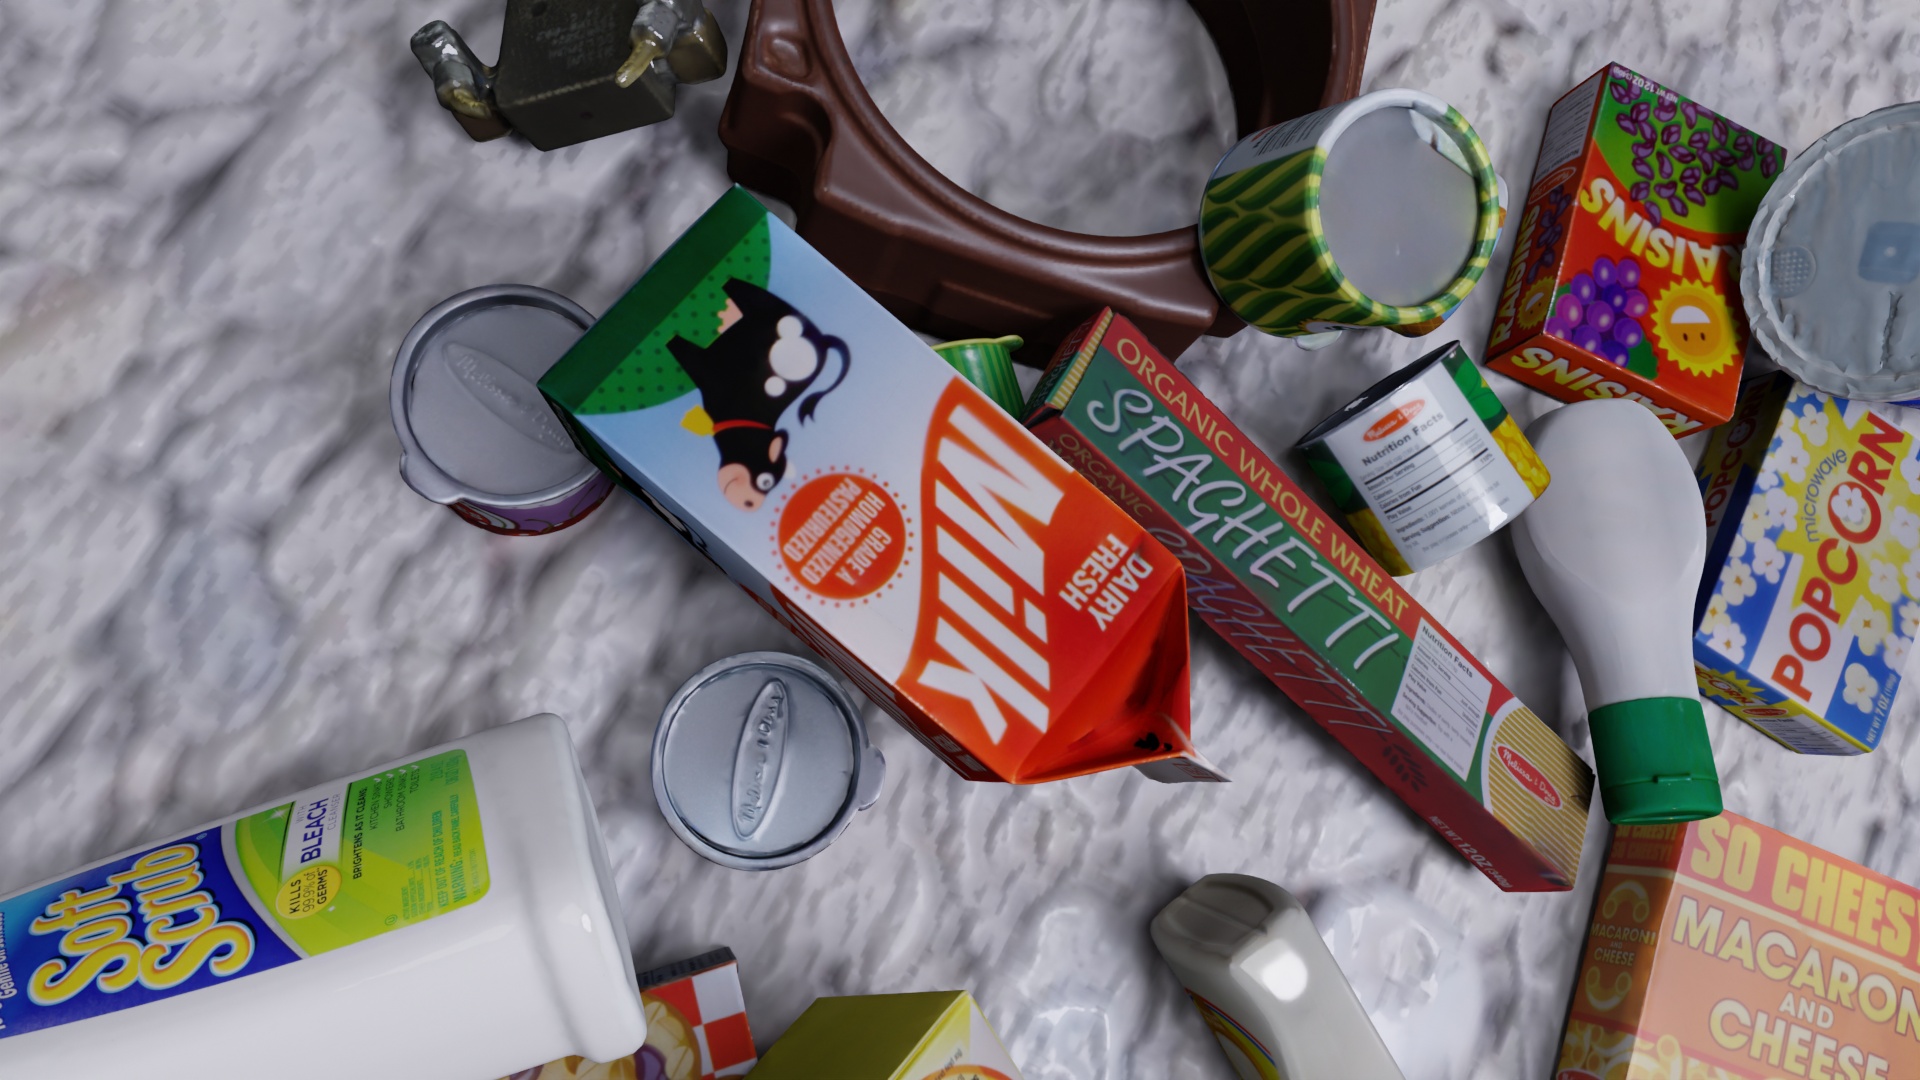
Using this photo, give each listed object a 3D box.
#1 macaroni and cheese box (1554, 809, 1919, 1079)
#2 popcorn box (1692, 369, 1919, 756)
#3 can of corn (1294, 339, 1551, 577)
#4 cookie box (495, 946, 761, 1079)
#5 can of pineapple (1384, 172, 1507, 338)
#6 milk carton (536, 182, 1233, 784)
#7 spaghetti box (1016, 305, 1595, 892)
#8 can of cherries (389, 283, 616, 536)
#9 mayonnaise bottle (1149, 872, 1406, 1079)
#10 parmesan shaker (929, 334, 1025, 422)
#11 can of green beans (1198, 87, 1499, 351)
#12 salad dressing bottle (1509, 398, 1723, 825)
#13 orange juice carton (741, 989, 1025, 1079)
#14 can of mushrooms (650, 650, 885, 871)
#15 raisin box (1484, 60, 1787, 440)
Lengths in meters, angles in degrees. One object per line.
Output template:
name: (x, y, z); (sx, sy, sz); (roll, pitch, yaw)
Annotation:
macaroni and cheese box: (0.275, 0.189, 0.487); (0.124, 0.040, 0.167); (23, 76, -8)
popcorn box: (0.322, 0.007, 0.533); (0.085, 0.038, 0.127); (31, 74, -5)
can of corn: (0.163, -0.029, 0.490); (0.071, 0.071, 0.058); (-34, 90, -17)
cookie box: (-0.131, 0.201, 0.389); (0.168, 0.040, 0.123); (-13, 83, -15)
can of pineapple: (0.153, -0.112, 0.503); (0.058, 0.071, 0.071); (23, 75, -8)
milk carton: (-0.012, 0.003, 0.370); (0.190, 0.072, 0.073); (41, 78, -1)
spaghetti box: (0.118, 0.025, 0.454); (0.250, 0.028, 0.050); (41, 55, -16)
can of cherries: (-0.137, -0.036, 0.424); (0.071, 0.058, 0.071); (2, 80, -14)
mayonnaise bottle: (0.118, 0.177, 0.441); (0.041, 0.064, 0.148); (-33, 98, -17)
parmesan shaker: (0.002, -0.006, 0.444); (0.071, 0.071, 0.103); (-16, 83, -15)
can of green beans: (0.114, -0.095, 0.410); (0.071, 0.058, 0.071); (-2, 95, -21)
salad dressing bottle: (0.234, 0.024, 0.492); (0.064, 0.044, 0.148); (-5, 68, 10)
orange juice carton: (0.009, 0.223, 0.380); (0.073, 0.071, 0.192); (-40, 102, -43)
can of mushrooms: (-0.061, 0.069, 0.434); (0.071, 0.033, 0.071); (3, 78, -13)
raisin box: (0.264, -0.111, 0.542); (0.086, 0.040, 0.123); (22, 74, -9)
